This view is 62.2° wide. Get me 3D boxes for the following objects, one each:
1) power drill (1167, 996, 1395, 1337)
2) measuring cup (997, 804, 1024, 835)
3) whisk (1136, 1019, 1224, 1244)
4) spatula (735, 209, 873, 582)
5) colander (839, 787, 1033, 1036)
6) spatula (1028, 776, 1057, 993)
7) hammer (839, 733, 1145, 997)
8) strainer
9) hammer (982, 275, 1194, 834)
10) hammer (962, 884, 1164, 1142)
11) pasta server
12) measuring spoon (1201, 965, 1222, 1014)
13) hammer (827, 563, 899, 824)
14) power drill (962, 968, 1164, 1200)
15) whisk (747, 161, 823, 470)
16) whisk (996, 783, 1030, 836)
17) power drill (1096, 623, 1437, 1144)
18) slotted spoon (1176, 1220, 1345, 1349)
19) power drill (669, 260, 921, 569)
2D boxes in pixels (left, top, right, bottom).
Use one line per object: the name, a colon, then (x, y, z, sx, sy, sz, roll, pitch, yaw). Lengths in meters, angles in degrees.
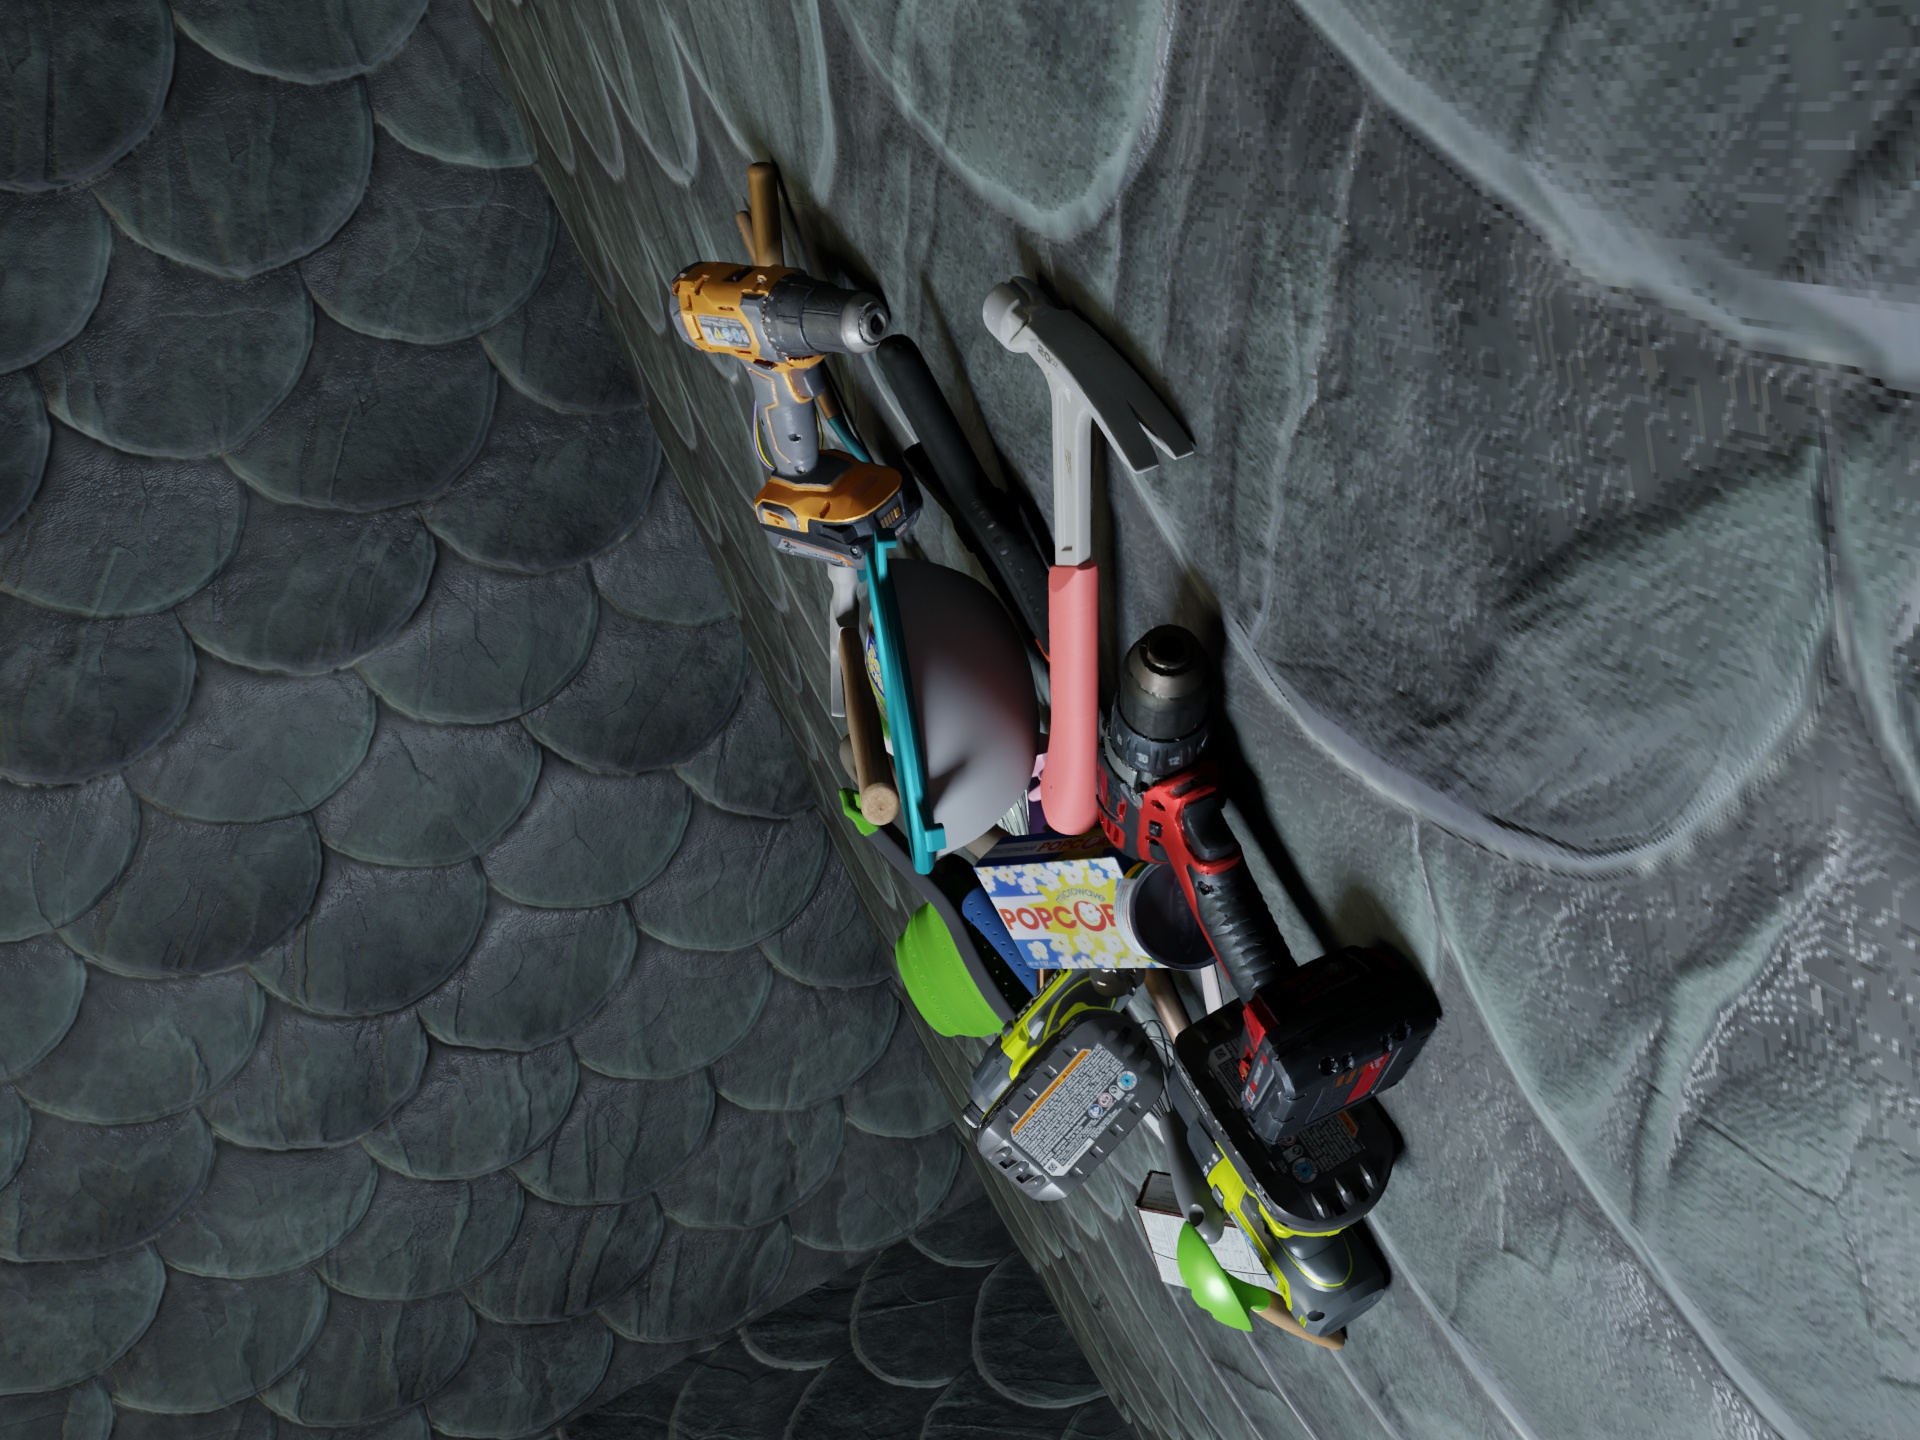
power drill: (0.184, 0.255, 0.961, 0.191, 0.080, 0.228, 56, 170, 32)
measuring cup: (0.016, 0.081, 1.456, 0.083, 0.038, 0.167, 63, 167, 5)
whisk: (0.150, 0.290, 1.134, 0.239, 0.055, 0.055, -104, -7, -67)
spatula: (-0.123, -0.269, 1.305, 0.317, 0.044, 0.082, 65, 167, 0)
colander: (-0.036, 0.193, 1.491, 0.396, 0.094, 0.205, 51, -166, -43)
spatula: (0.069, 0.182, 1.287, 0.060, 0.018, 0.315, -135, 40, -62)
hammer: (-0.001, 0.072, 1.232, 0.411, 0.038, 0.146, 29, 145, 57)
strainer: (-0.002, -0.003, 1.081, 0.340, 0.095, 0.211, 99, 162, -82)
hammer: (0.066, -0.051, 0.853, 0.149, 0.036, 0.358, 56, 162, 38)
hammer: (0.119, 0.276, 1.315, 0.406, 0.035, 0.143, 48, 157, 40)
pasta server: (0.112, 0.142, 1.146, 0.316, 0.040, 0.060, 64, 162, -6)
measuring spoon: (0.158, 0.174, 1.046, 0.034, 0.018, 0.124, 53, 165, 46)
hammer: (-0.080, -0.013, 1.273, 0.332, 0.031, 0.130, -107, 17, -61)
power drill: (0.068, 0.259, 1.170, 0.080, 0.171, 0.223, 42, -179, -4)
whisk: (-0.138, -0.304, 1.226, 0.047, 0.051, 0.244, 12, 125, 21)
whisk: (0.056, 0.119, 1.345, 0.058, 0.059, 0.246, 30, 154, 40)
power drill: (0.136, 0.074, 0.782, 0.187, 0.080, 0.227, 84, 161, -60)
slotted spoon: (0.202, 0.381, 1.030, 0.313, 0.031, 0.070, 44, -171, -51)
power drill: (-0.101, -0.222, 1.148, 0.185, 0.084, 0.226, 16, 140, 38)
